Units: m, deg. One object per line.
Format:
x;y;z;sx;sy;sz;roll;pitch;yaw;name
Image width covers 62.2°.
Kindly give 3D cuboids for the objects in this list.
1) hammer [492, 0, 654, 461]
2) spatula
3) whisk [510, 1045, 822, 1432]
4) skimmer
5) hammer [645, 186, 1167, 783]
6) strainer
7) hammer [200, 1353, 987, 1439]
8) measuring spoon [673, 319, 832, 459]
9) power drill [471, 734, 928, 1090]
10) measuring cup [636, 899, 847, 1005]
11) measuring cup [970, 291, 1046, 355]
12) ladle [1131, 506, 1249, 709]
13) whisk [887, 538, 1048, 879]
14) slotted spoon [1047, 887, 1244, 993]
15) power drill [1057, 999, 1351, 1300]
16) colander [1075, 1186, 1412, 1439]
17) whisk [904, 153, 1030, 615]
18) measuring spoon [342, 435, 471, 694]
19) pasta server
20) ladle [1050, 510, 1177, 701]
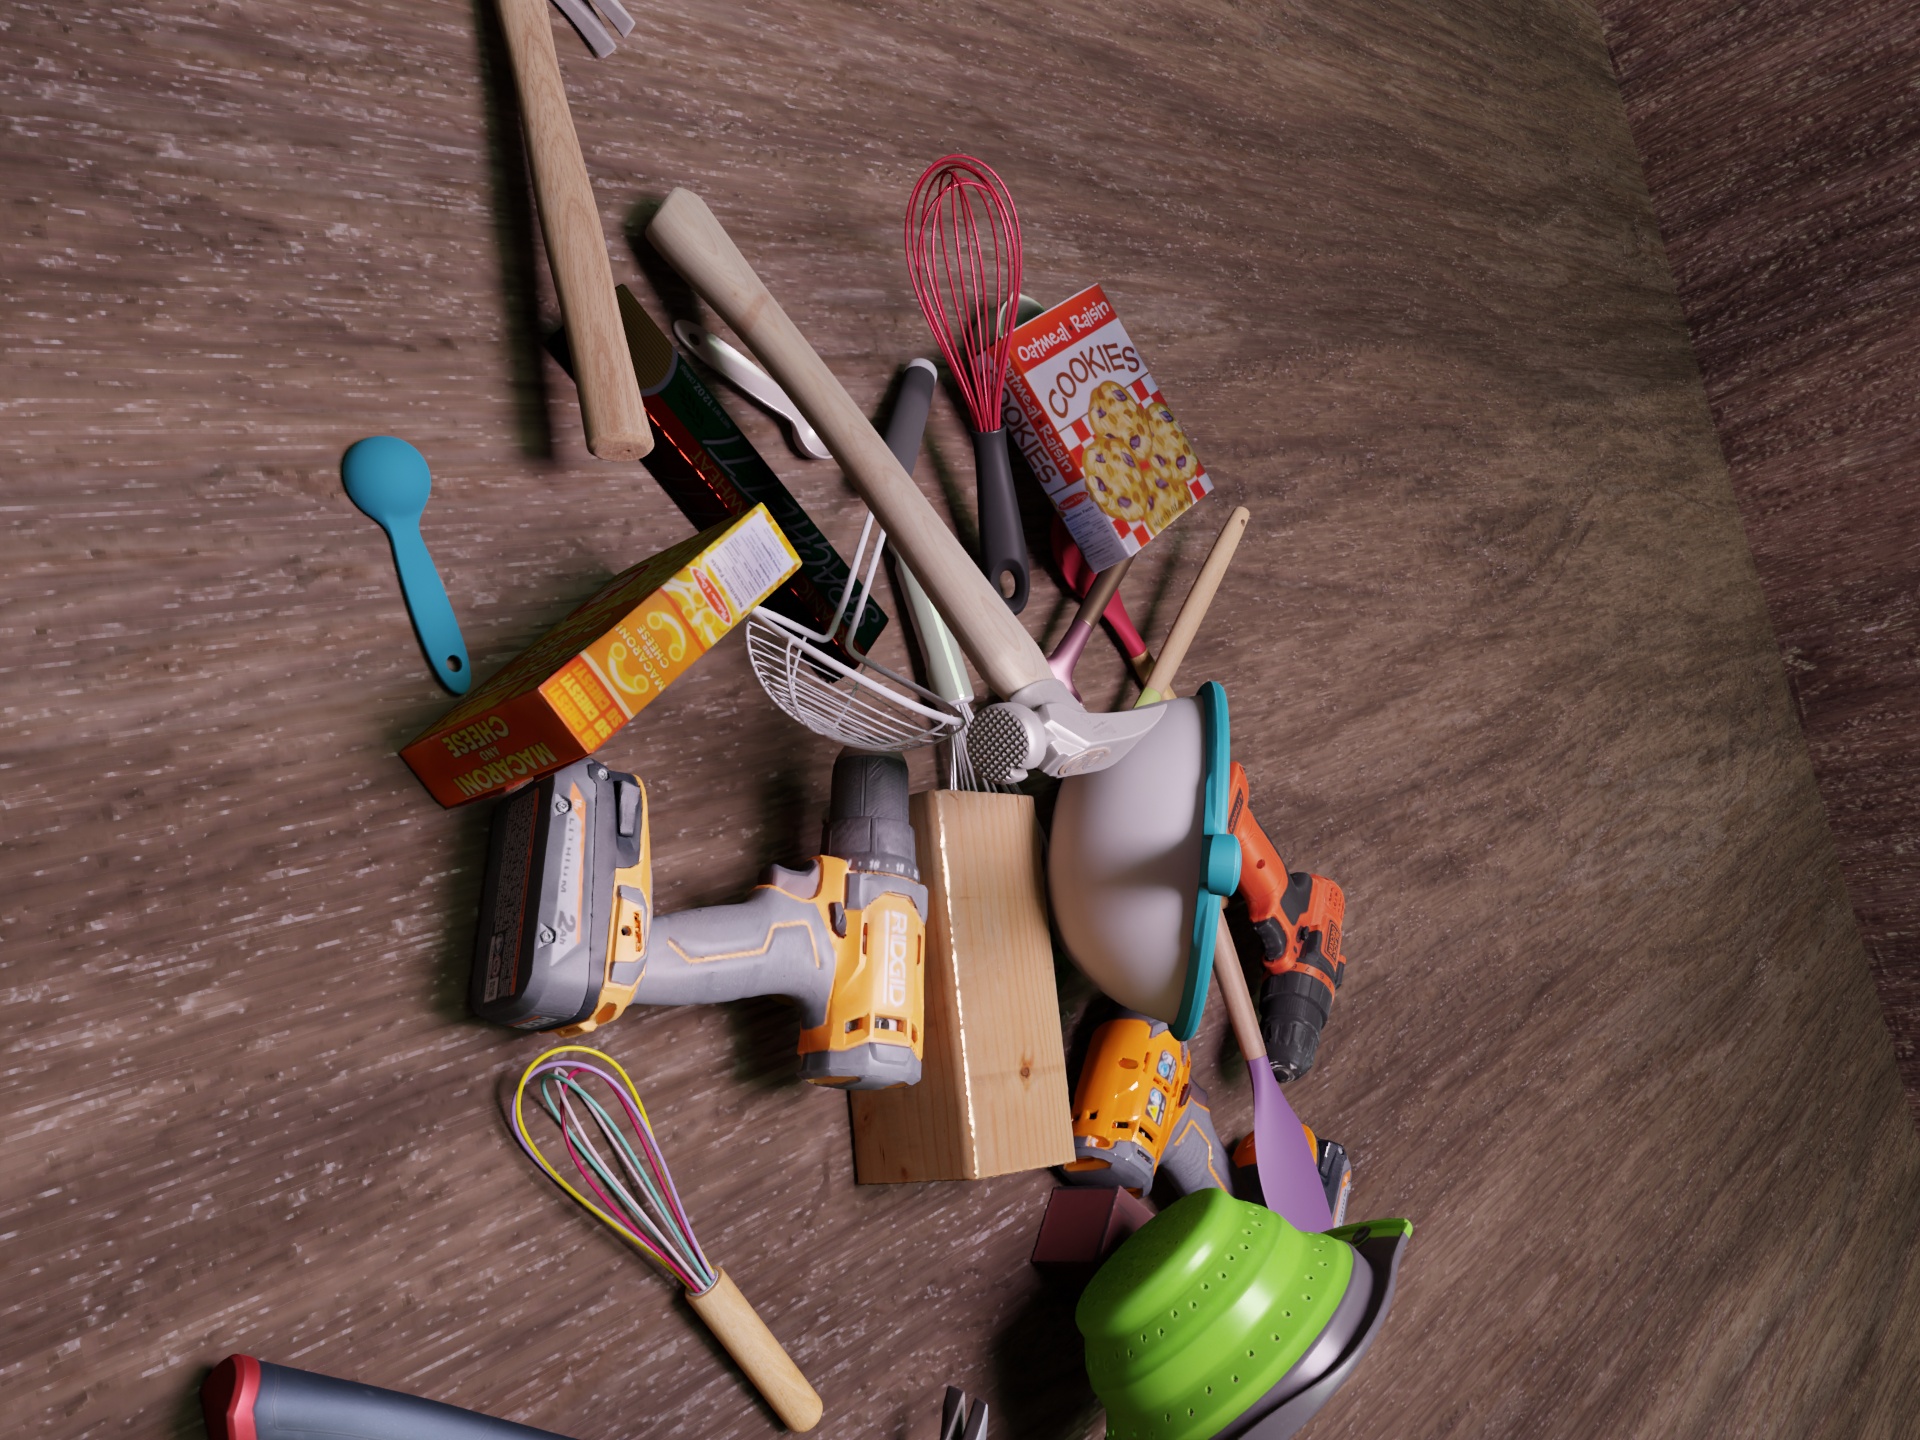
-0.208;-0.288;0.830;0.130;0.031;0.331;1;69;-49;hammer
0.183;0.195;1.036;0.059;0.018;0.316;-9;79;-44;spatula
-0.131;0.252;0.761;0.244;0.051;0.047;60;37;-20;whisk
-0.037;-0.119;0.906;0.127;0.090;0.364;27;44;-15;skimmer
-0.044;-0.138;0.858;0.146;0.038;0.411;-7;56;-54;hammer
0.094;0.073;0.874;0.340;0.095;0.211;45;51;-84;strainer
-0.142;0.330;0.709;0.386;0.038;0.143;35;67;-34;hammer
-0.122;-0.195;0.943;0.124;0.018;0.034;35;53;-27;measuring spoon
-0.112;0.079;0.786;0.226;0.084;0.185;16;65;-34;power drill
-0.128;0.122;0.827;0.156;0.029;0.062;5;71;-35;measuring cup
0.065;-0.270;1.155;0.167;0.038;0.083;-28;99;-51;measuring cup
0.156;-0.039;1.129;0.078;0.062;0.320;50;54;-32;ladle
-0.002;-0.003;0.989;0.058;0.059;0.246;104;-31;-84;whisk
0.116;0.138;1.084;0.313;0.031;0.070;-6;79;-50;slotted spoon
0.165;0.273;1.054;0.226;0.084;0.164;44;47;-25;power drill
0.075;0.372;0.838;0.397;0.204;0.094;-38;84;-28;colander
0.014;-0.204;1.009;0.073;0.073;0.295;-37;126;-47;whisk
-0.252;-0.075;0.749;0.042;0.021;0.128;-21;92;-49;measuring spoon
0.099;-0.084;1.089;0.060;0.040;0.316;44;54;-19;pasta server
0.144;-0.030;1.170;0.069;0.031;0.315;-48;115;-39;ladle
